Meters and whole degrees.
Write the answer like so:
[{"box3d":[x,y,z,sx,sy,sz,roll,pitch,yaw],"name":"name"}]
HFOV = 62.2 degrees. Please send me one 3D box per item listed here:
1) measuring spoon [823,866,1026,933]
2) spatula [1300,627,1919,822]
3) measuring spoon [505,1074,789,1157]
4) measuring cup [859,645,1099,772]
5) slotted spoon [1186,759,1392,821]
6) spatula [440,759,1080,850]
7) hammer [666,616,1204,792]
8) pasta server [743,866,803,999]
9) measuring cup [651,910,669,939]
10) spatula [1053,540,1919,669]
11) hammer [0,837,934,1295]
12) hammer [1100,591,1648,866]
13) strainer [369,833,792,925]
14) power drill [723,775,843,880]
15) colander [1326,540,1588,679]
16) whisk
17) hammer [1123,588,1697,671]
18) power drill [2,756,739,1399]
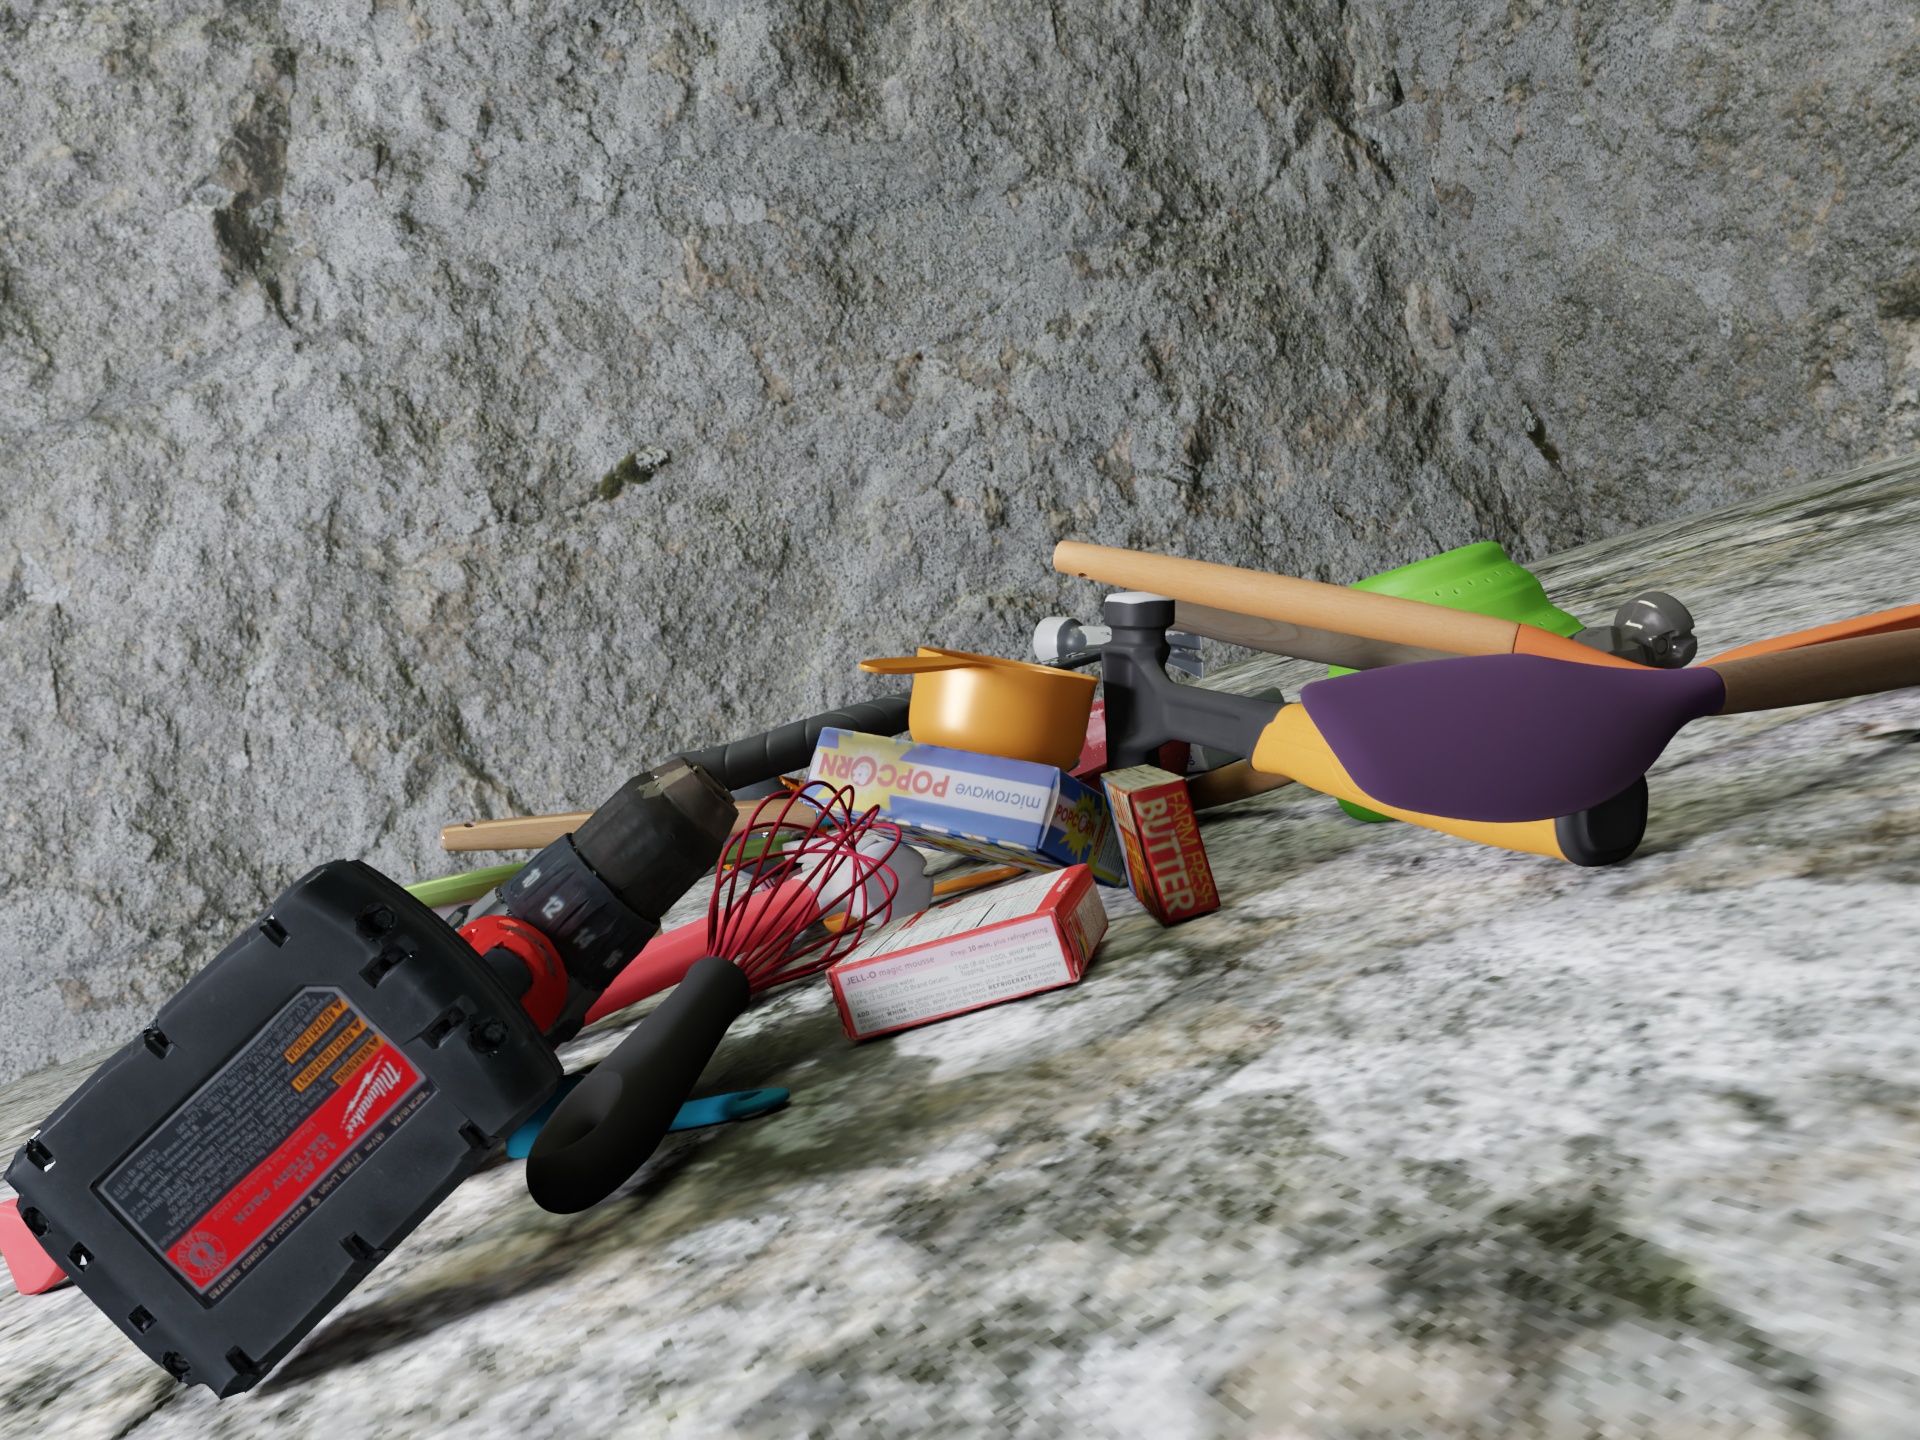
[{"box3d":[-0.018,0.099,0.879,0.117,0.011,0.021,-15,6,-7],"name":"measuring spoon"},{"box3d":[0.242,-0.010,0.472,0.316,0.060,0.018,-8,-41,-23],"name":"spatula"},{"box3d":[-0.107,0.125,0.533,0.128,0.021,0.042,-17,1,35],"name":"measuring spoon"},{"box3d":[-0.001,-0.002,0.727,0.095,0.052,0.173,12,7,27],"name":"measuring cup"},{"box3d":[0.152,0.027,0.782,0.031,0.070,0.314,23,-14,-10],"name":"slotted spoon"},{"box3d":[-0.100,0.038,0.808,0.317,0.044,0.082,-4,21,-10],"name":"spatula"},{"box3d":[-0.010,-0.010,0.976,0.149,0.036,0.409,6,17,43],"name":"hammer"},{"box3d":[-0.100,0.110,0.889,0.060,0.040,0.316,-1,2,0],"name":"pasta server"},{"box3d":[-0.202,0.143,0.972,0.083,0.038,0.167,-18,-1,6],"name":"measuring cup"},{"box3d":[0.188,-0.042,0.602,0.323,0.041,0.081,13,-13,23],"name":"spatula"},{"box3d":[-0.204,0.135,0.693,0.386,0.038,0.143,-22,7,-26],"name":"hammer"},{"box3d":[0.133,0.017,0.607,0.034,0.127,0.337,-4,7,-17],"name":"hammer"},{"box3d":[-0.201,0.110,0.798,0.256,0.069,0.151,-9,-10,-23],"name":"strainer"},{"box3d":[-0.054,0.049,0.985,0.226,0.084,0.164,-9,10,-26],"name":"power drill"},{"box3d":[0.300,-0.054,0.962,0.204,0.094,0.397,-18,1,9],"name":"colander"},{"box3d":[-0.078,0.085,0.556,0.073,0.073,0.296,-18,11,16],"name":"whisk"},{"box3d":[0.192,-0.043,0.881,0.146,0.038,0.411,-25,18,-17],"name":"hammer"},{"box3d":[-0.150,0.085,0.483,0.188,0.080,0.226,-44,1,-3],"name":"power drill"}]
